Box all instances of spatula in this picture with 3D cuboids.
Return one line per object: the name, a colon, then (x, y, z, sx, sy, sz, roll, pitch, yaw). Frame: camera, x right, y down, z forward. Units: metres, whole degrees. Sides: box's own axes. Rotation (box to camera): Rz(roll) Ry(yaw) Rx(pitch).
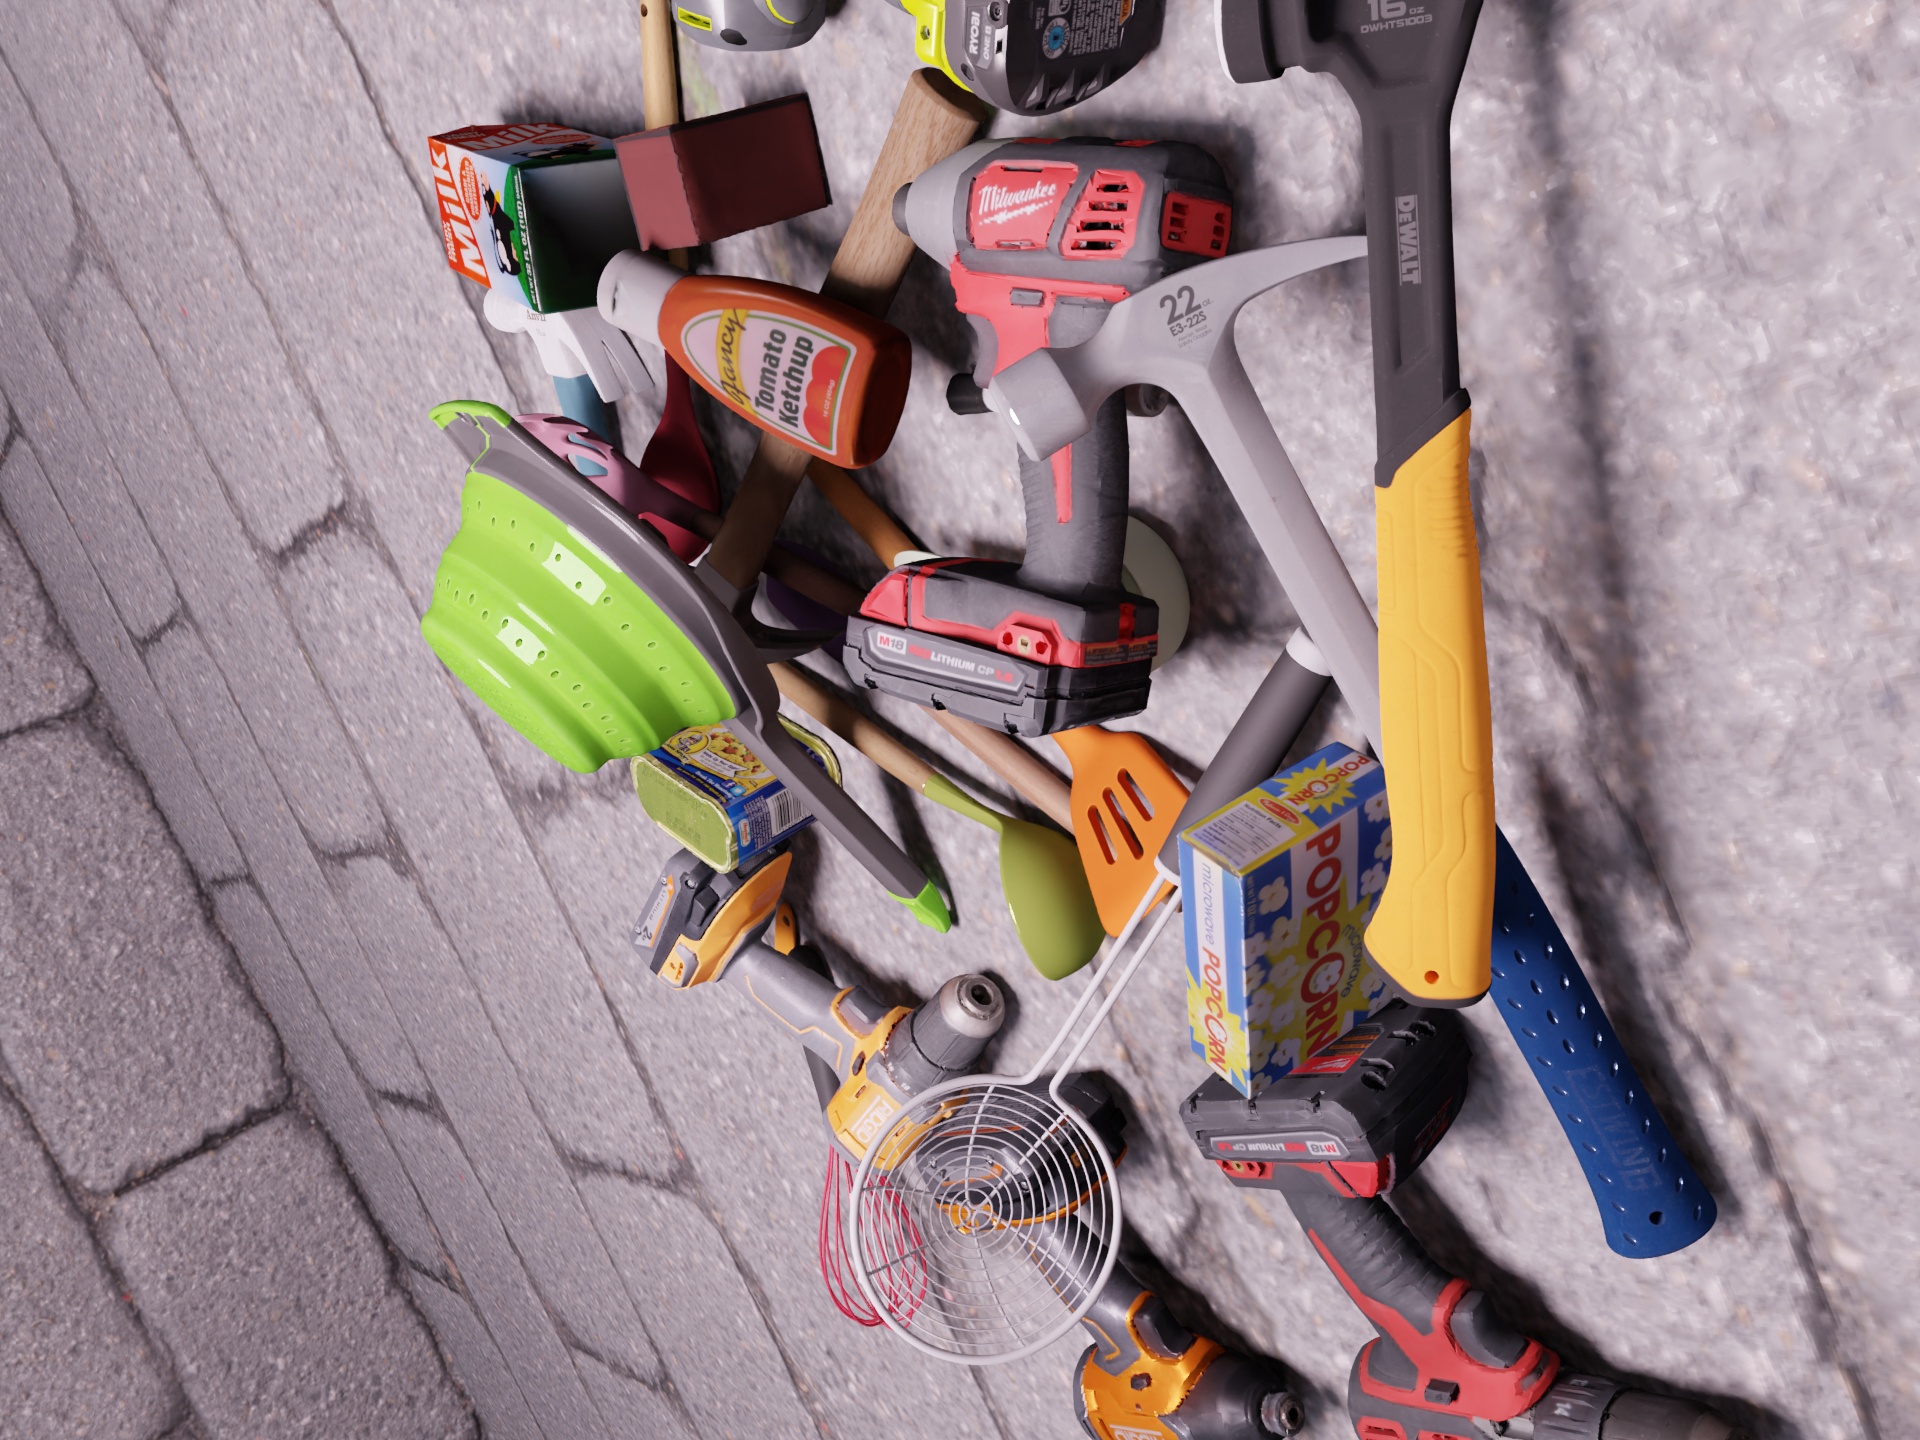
spatula: (0.002, -0.040, 0.772, 0.323, 0.041, 0.081, 48, 123, 19)
spatula: (-0.001, -0.003, 0.822, 0.316, 0.018, 0.059, 40, 137, 28)

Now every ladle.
ladle: (-0.040, 0.032, 0.863, 0.320, 0.062, 0.078, 34, 173, 37)
ladle: (-0.155, -0.227, 0.848, 0.069, 0.031, 0.315, 28, 132, 31)

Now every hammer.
hammer: (0.154, -0.065, 0.499, 0.127, 0.034, 0.336, 2, 108, 26)
hammer: (0.172, 0.020, 0.569, 0.405, 0.144, 0.035, 59, -172, -11)
hammer: (-0.070, -0.149, 0.749, 0.130, 0.031, 0.331, 41, 132, 9)
hammer: (-0.216, -0.107, 1.000, 0.128, 0.033, 0.330, 19, 128, 44)

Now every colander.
colander: (-0.147, 0.013, 0.823, 0.396, 0.094, 0.205, 49, 162, -29)

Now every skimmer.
skimmer: (0.065, 0.125, 0.678, 0.127, 0.090, 0.363, 26, 117, -3)

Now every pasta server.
pasta server: (-0.126, -0.094, 0.858, 0.316, 0.040, 0.060, 29, 129, 24)

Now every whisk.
whisk: (-0.079, 0.291, 1.091, 0.073, 0.073, 0.295, 5, 111, 49)

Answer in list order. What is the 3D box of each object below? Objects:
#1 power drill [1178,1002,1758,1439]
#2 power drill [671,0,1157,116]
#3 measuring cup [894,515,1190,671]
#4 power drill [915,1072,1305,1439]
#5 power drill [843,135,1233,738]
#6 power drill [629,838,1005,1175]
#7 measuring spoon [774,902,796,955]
power drill: (0.213, 0.236, 0.678, 0.188, 0.080, 0.226, -20, 100, 54)
power drill: (-0.031, -0.333, 0.582, 0.229, 0.080, 0.190, 35, 136, 35)
measuring cup: (0.035, -0.063, 0.721, 0.168, 0.038, 0.083, 19, 127, 46)
power drill: (0.088, 0.310, 0.880, 0.226, 0.084, 0.164, 58, 144, -4)
power drill: (0.022, -0.115, 0.625, 0.143, 0.078, 0.219, 18, 108, 36)
power drill: (-0.083, 0.157, 0.969, 0.226, 0.084, 0.185, 43, 134, 9)
measuring spoon: (-0.117, 0.170, 1.093, 0.021, 0.011, 0.116, 31, 131, 37)
